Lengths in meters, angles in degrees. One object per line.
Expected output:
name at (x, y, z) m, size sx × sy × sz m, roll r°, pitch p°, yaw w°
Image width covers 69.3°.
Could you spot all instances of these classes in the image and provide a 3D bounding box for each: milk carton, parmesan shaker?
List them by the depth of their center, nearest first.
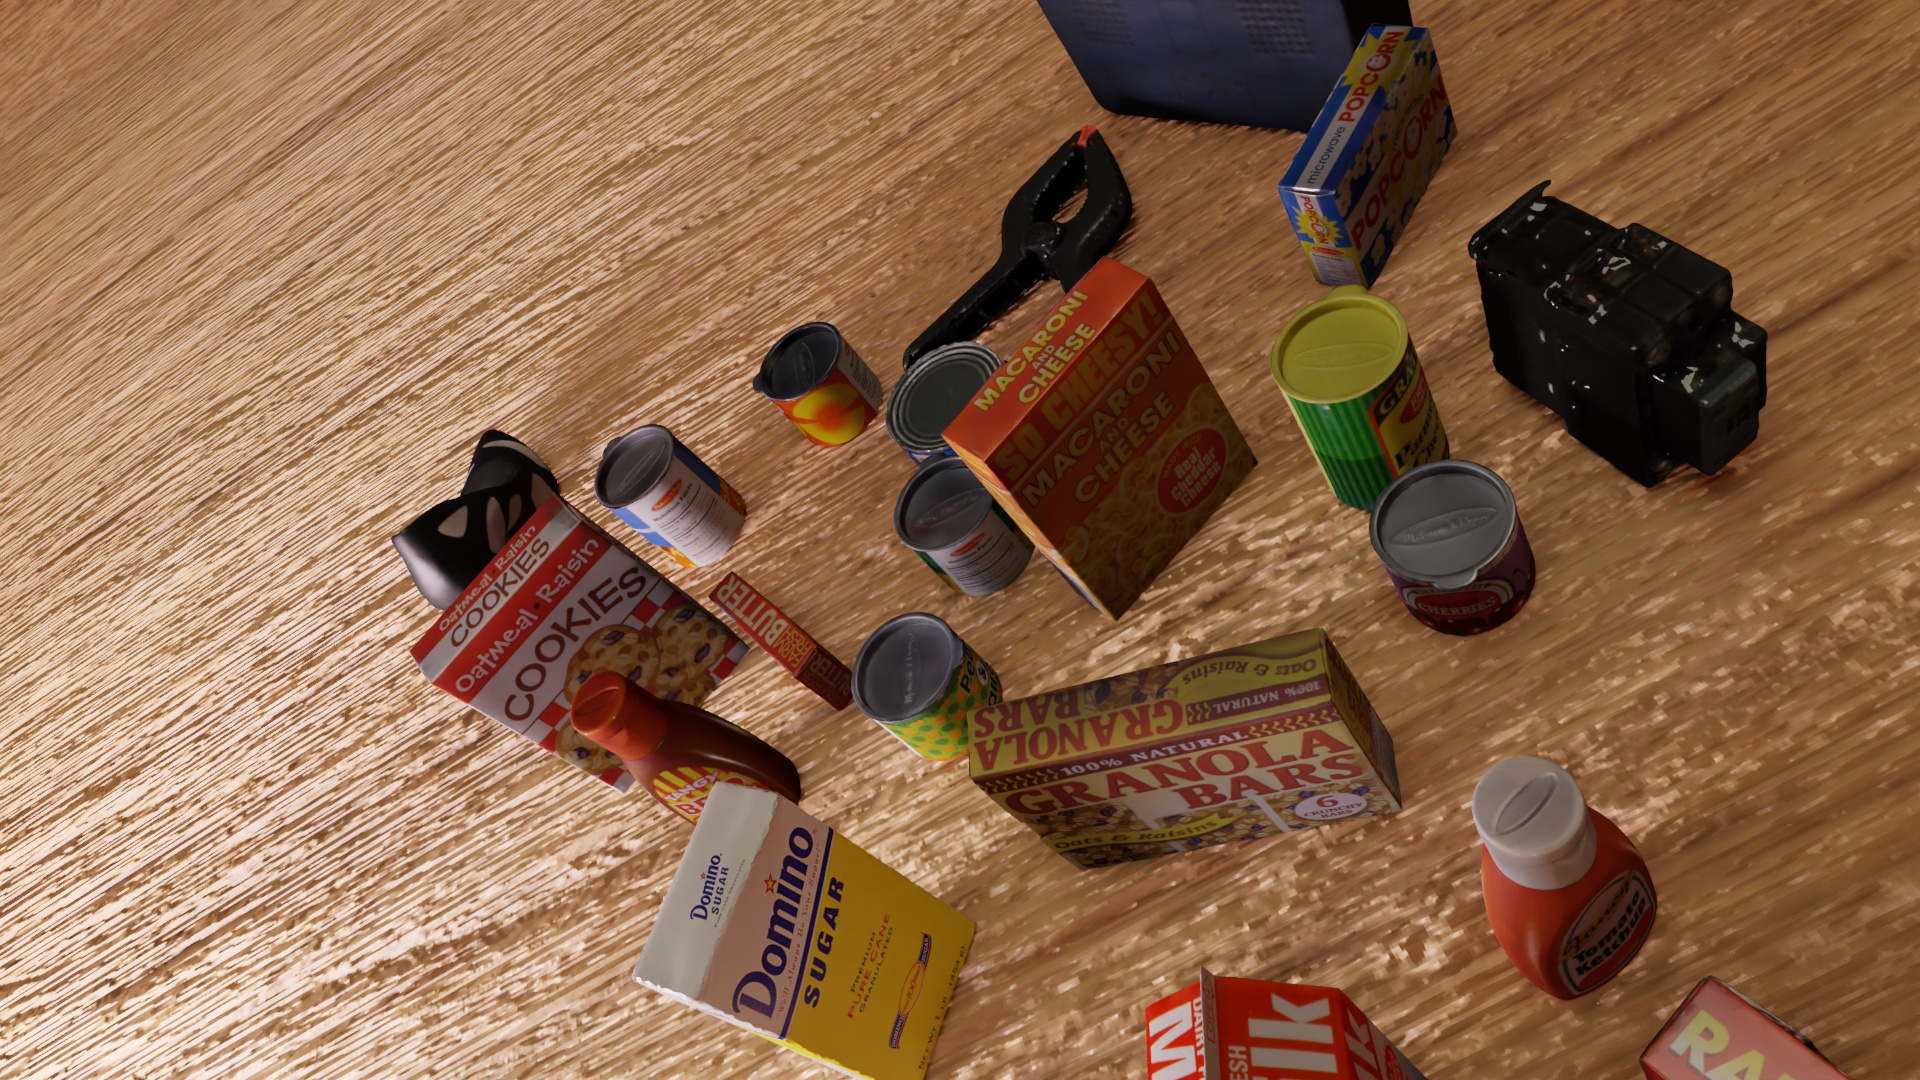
milk carton at (0.120, 0.214, 0.501) m, size 0.073 × 0.190 × 0.073 m, roll -16°, pitch 53°, yaw 23°
parmesan shaker at (0.205, -0.070, 0.704) m, size 0.071 × 0.103 × 0.071 m, roll -17°, pitch 52°, yaw 23°

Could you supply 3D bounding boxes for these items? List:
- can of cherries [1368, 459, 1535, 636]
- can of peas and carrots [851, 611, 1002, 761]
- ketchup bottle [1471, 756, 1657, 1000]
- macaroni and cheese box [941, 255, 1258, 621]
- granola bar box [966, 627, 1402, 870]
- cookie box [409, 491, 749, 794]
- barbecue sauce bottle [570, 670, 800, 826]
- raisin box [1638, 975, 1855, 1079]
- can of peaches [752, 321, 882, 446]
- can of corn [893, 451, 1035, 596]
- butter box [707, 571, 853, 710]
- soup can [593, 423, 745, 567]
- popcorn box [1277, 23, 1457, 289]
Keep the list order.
can of cherries at (0.235, 0.006, 0.663) m, size 0.071 × 0.058 × 0.072 m, roll -16°, pitch 52°, yaw 22°
can of peas and carrots at (-0.016, 0.081, 0.770) m, size 0.071 × 0.058 × 0.071 m, roll -16°, pitch 52°, yaw 22°
ketchup bottle at (0.225, 0.126, 0.525) m, size 0.065 × 0.148 × 0.043 m, roll -46°, pitch 47°, yaw -3°
macaroni and cheese box at (0.077, -0.048, 0.727) m, size 0.124 × 0.166 × 0.040 m, roll -48°, pitch 47°, yaw -5°
granola bar box at (0.104, 0.101, 0.635) m, size 0.165 × 0.124 × 0.039 m, roll -16°, pitch 52°, yaw 22°
cookie box at (-0.224, 0.066, 0.838) m, size 0.123 × 0.167 × 0.040 m, roll -49°, pitch 47°, yaw -6°
barbecue sauce bottle at (-0.153, 0.119, 0.769) m, size 0.065 × 0.148 × 0.044 m, roll -28°, pitch 49°, yaw 13°
raisin box at (0.278, 0.200, 0.457) m, size 0.040 × 0.123 × 0.086 m, roll -47°, pitch 47°, yaw -3°
can of peaches at (-0.097, -0.105, 0.951) m, size 0.071 × 0.058 × 0.071 m, roll -16°, pitch 52°, yaw 22°
can of corn at (0.003, -0.010, 0.822) m, size 0.071 × 0.058 × 0.071 m, roll -16°, pitch 52°, yaw 22°
butter box at (-0.107, 0.060, 0.845) m, size 0.024 × 0.053 × 0.104 m, roll -50°, pitch 47°, yaw -6°
soup can at (-0.197, -0.030, 0.945) m, size 0.071 × 0.083 × 0.072 m, roll -17°, pitch 52°, yaw 23°
popcorn box at (0.236, -0.220, 0.801) m, size 0.038 × 0.085 × 0.127 m, roll 19°, pitch 71°, yaw 40°
